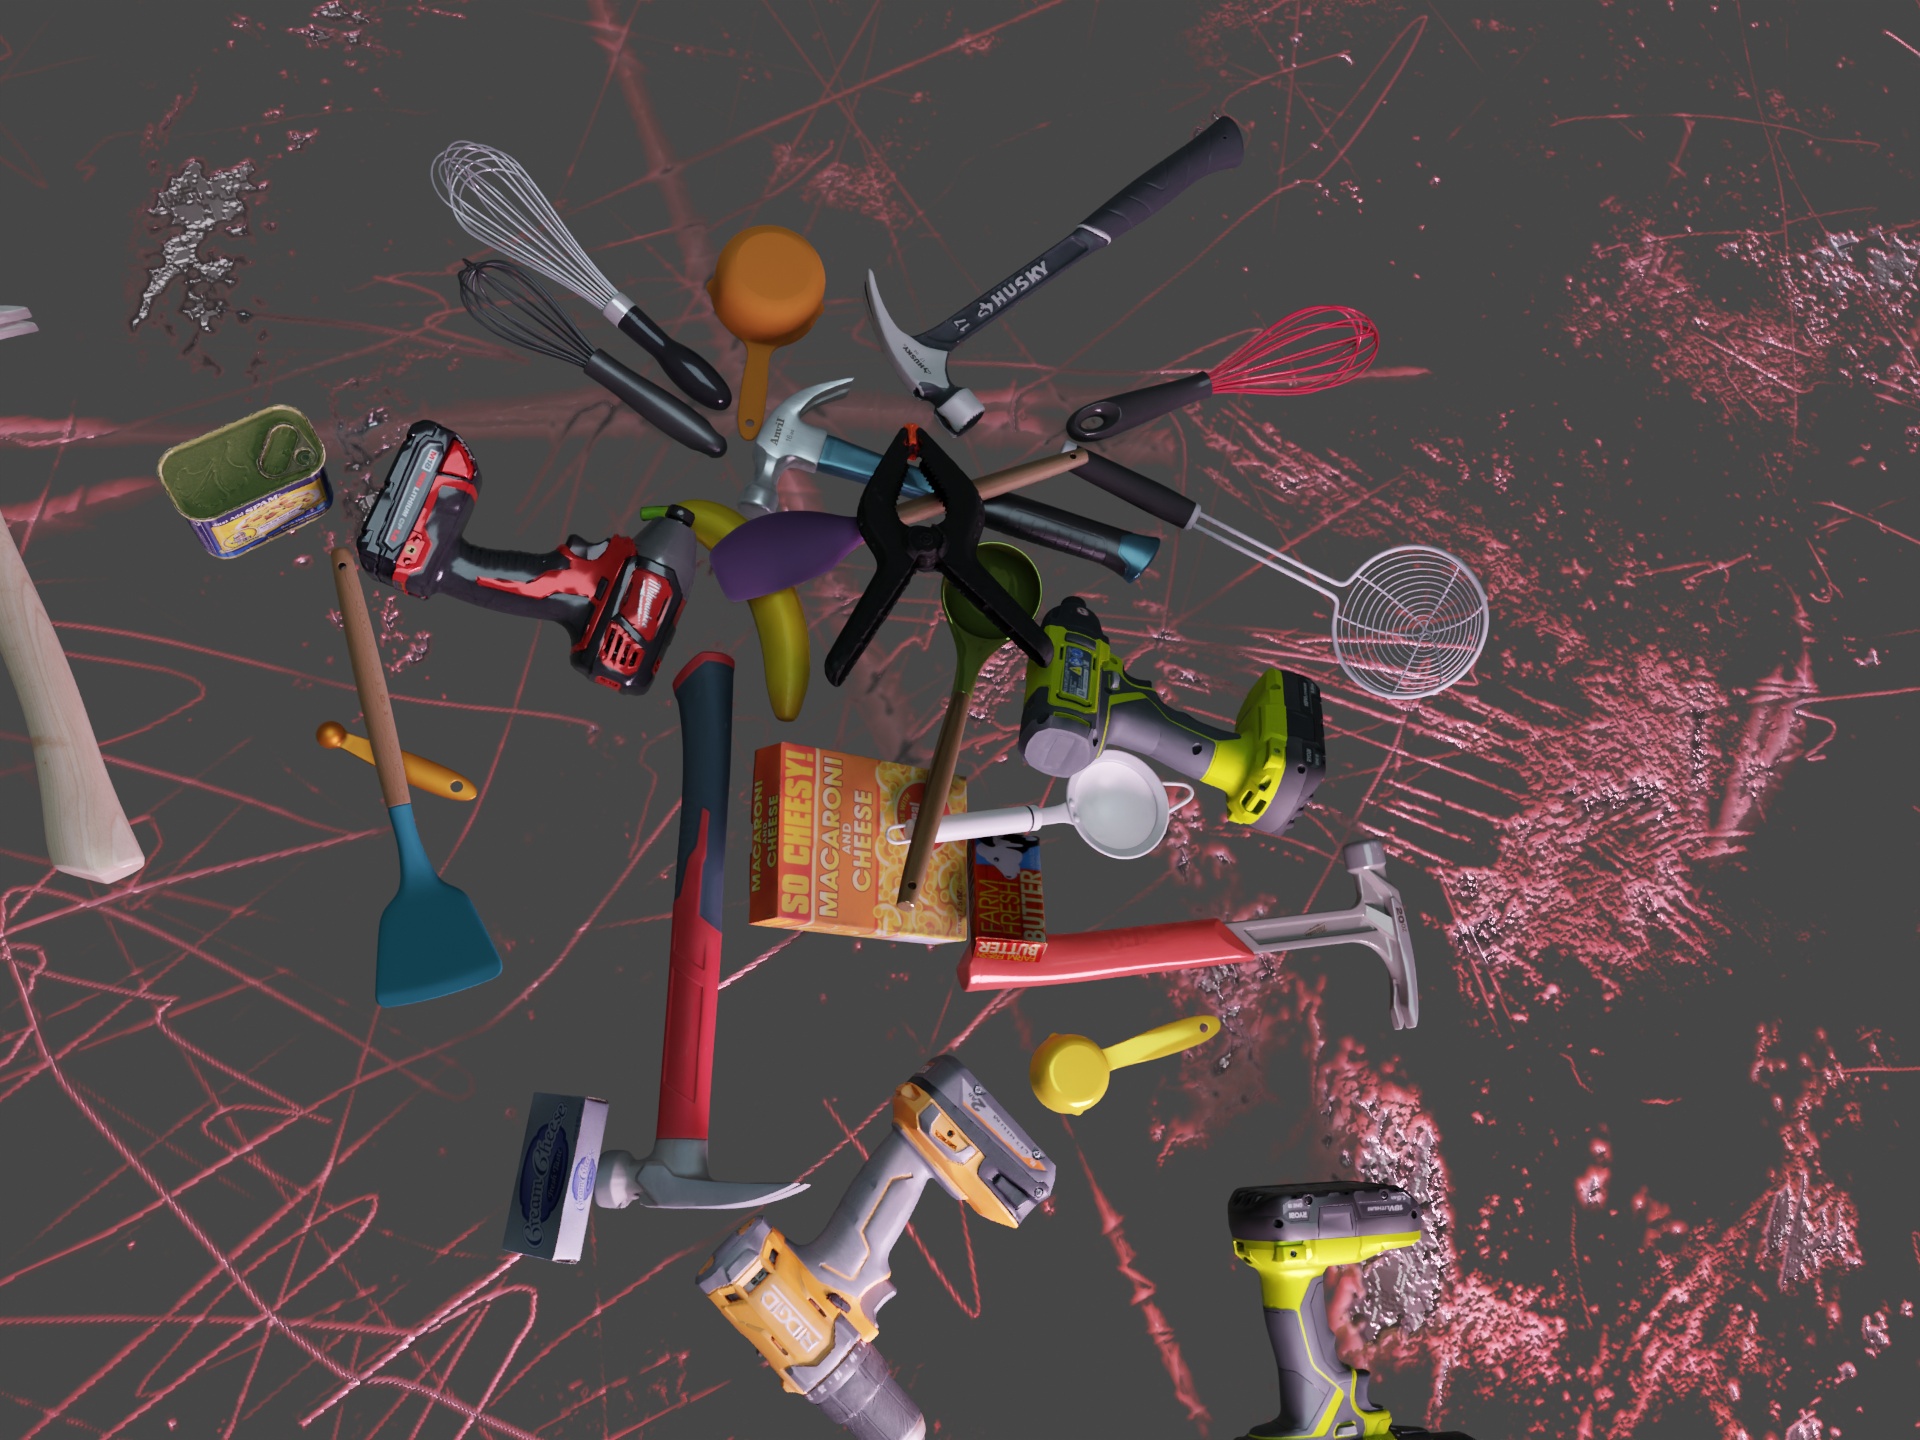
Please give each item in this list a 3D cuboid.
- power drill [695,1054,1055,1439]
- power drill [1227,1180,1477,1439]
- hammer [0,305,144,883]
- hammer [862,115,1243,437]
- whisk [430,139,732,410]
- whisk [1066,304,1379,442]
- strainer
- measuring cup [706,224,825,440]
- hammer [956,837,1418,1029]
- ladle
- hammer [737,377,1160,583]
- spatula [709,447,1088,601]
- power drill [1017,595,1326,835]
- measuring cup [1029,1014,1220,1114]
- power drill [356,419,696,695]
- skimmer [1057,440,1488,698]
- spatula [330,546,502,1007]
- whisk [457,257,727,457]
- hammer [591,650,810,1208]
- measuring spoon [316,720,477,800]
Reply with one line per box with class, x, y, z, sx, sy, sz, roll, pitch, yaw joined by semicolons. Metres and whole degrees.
power drill;-0.037;0.363;1.074;0.226;0.084;0.185;-42;88;-16
power drill;0.279;0.450;1.134;0.190;0.080;0.229;1;78;-14
hammer;-0.629;-0.087;1.065;0.146;0.038;0.411;-24;83;-21
hammer;0.094;-0.403;1.341;0.409;0.036;0.149;-40;87;-21
whisk;-0.286;-0.335;1.215;0.284;0.070;0.070;42;69;-5
whisk;0.223;-0.287;1.333;0.296;0.073;0.073;-20;81;-13
strainer;0.057;0.070;1.174;0.258;0.050;0.087;-5;71;-31
measuring cup;-0.153;-0.305;1.238;0.095;0.052;0.174;9;71;-12
hammer;0.174;0.179;1.202;0.359;0.036;0.149;-4;76;-16
ladle;-0.002;-0.004;1.146;0.078;0.062;0.320;18;51;-4
hammer;0.000;-0.174;1.254;0.331;0.033;0.128;17;73;-10
spatula;-0.040;-0.160;1.209;0.316;0.018;0.060;-20;78;-20
power drill;0.158;-0.009;1.212;0.223;0.080;0.171;18;43;-8
measuring cup;0.127;0.245;1.173;0.156;0.029;0.062;-15;79;-16
power drill;-0.299;-0.121;1.134;0.219;0.078;0.143;24;80;-11
skimmer;0.245;-0.136;1.277;0.363;0.090;0.127;26;98;-5
spatula;-0.387;0.032;1.082;0.082;0.044;0.317;-14;85;-13
whisk;-0.277;-0.273;1.203;0.239;0.055;0.055;35;70;-7
hammer;-0.168;0.136;1.100;0.143;0.038;0.387;-4;71;14
measuring spoon;-0.392;0.028;1.107;0.117;0.011;0.021;24;71;-7
